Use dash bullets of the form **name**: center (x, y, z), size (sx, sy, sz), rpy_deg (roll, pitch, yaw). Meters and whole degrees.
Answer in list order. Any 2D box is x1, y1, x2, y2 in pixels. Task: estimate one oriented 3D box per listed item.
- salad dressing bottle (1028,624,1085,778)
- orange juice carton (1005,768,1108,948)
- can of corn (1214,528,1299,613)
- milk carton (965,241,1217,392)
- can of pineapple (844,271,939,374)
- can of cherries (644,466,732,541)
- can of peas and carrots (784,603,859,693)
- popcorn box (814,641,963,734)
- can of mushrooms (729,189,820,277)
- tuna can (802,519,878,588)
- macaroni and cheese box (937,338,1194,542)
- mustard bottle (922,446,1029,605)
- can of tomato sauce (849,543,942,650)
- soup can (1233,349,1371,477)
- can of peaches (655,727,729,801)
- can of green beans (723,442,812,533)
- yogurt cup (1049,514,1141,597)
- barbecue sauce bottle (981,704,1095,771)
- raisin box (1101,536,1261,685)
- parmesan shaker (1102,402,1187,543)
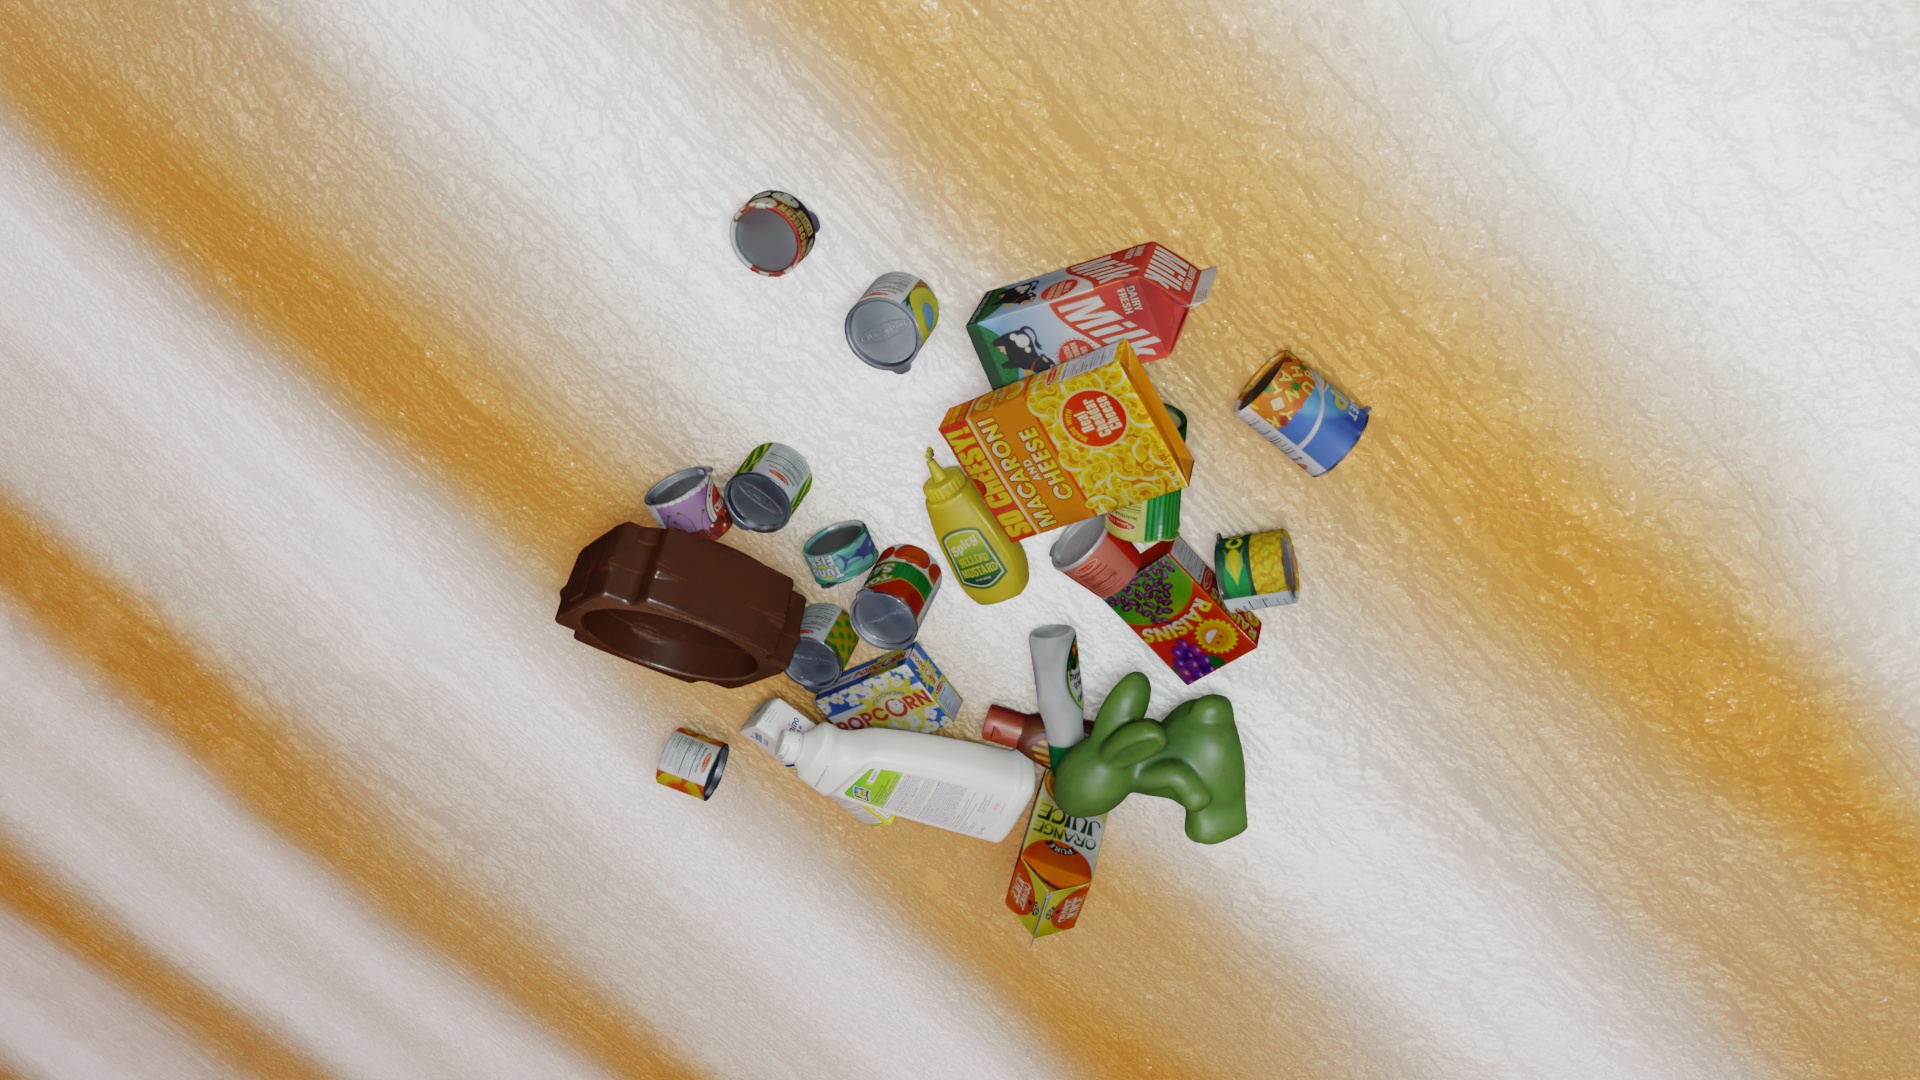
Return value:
- **salad dressing bottle**: center (0.096, 0.156, 1.319), size (0.044, 0.064, 0.147), rpy_deg (-5, 104, 15)
- **orange juice carton**: center (0.095, 0.303, 1.353), size (0.073, 0.194, 0.071), rpy_deg (18, 126, 5)
- **can of corn**: center (0.255, 0.024, 1.193), size (0.058, 0.071, 0.071), rpy_deg (-10, 119, 24)
- **milk carton**: center (0.109, -0.178, 1.100), size (0.190, 0.073, 0.073), rpy_deg (-13, 118, 25)
- **can of pineapple**: center (-0.056, -0.182, 1.161), size (0.071, 0.058, 0.070), rpy_deg (9, 125, 13)
- **can of cherries**: center (-0.257, -0.030, 1.327), size (0.071, 0.072, 0.058), rpy_deg (-11, 119, 25)
- **can of peas and carrots**: center (-0.140, 0.107, 1.384), size (0.071, 0.059, 0.070), rpy_deg (9, 126, 13)
- **popcorn box**: center (-0.074, 0.163, 1.412), size (0.126, 0.038, 0.085), rpy_deg (-25, 113, 30)
- **can of mushrooms**: center (-0.155, -0.256, 1.160), size (0.071, 0.034, 0.070), rpy_deg (9, 124, 13)
- **tuna can**: center (-0.114, 0.012, 1.304), size (0.071, 0.071, 0.032), rpy_deg (-11, 118, 25)
- **macaroni and cheese box**: center (0.084, -0.076, 1.111), size (0.166, 0.040, 0.123), rpy_deg (-19, 118, 29)
- **mustard bottle**: center (0.004, -0.016, 1.259), size (0.065, 0.049, 0.159), rpy_deg (-19, 115, 27)
- **can of tomato sauce**: center (-0.061, 0.051, 1.304), size (0.071, 0.083, 0.070), rpy_deg (9, 125, 13)
- **soup can**: center (0.271, -0.103, 1.102), size (0.084, 0.072, 0.071), rpy_deg (37, 126, -8)
- **can of peaches**: center (-0.294, 0.246, 1.526), size (0.058, 0.071, 0.070), rpy_deg (19, 127, 5)
- **can of green beans**: center (-0.178, -0.050, 1.291), size (0.071, 0.058, 0.071), rpy_deg (9, 125, 13)
- **yogurt cup**: center (0.123, 0.014, 1.231), size (0.054, 0.073, 0.072), rpy_deg (41, 126, -21)
- **barbecue sauce bottle**: center (0.096, 0.201, 1.377), size (0.148, 0.044, 0.064), rpy_deg (16, 117, 8)
- **raisin box**: center (0.199, 0.063, 1.253), size (0.123, 0.040, 0.085), rpy_deg (45, 125, -12)
- **parmesan shaker**: center (0.157, -0.057, 1.168), size (0.071, 0.072, 0.102), rpy_deg (8, 124, 13)
